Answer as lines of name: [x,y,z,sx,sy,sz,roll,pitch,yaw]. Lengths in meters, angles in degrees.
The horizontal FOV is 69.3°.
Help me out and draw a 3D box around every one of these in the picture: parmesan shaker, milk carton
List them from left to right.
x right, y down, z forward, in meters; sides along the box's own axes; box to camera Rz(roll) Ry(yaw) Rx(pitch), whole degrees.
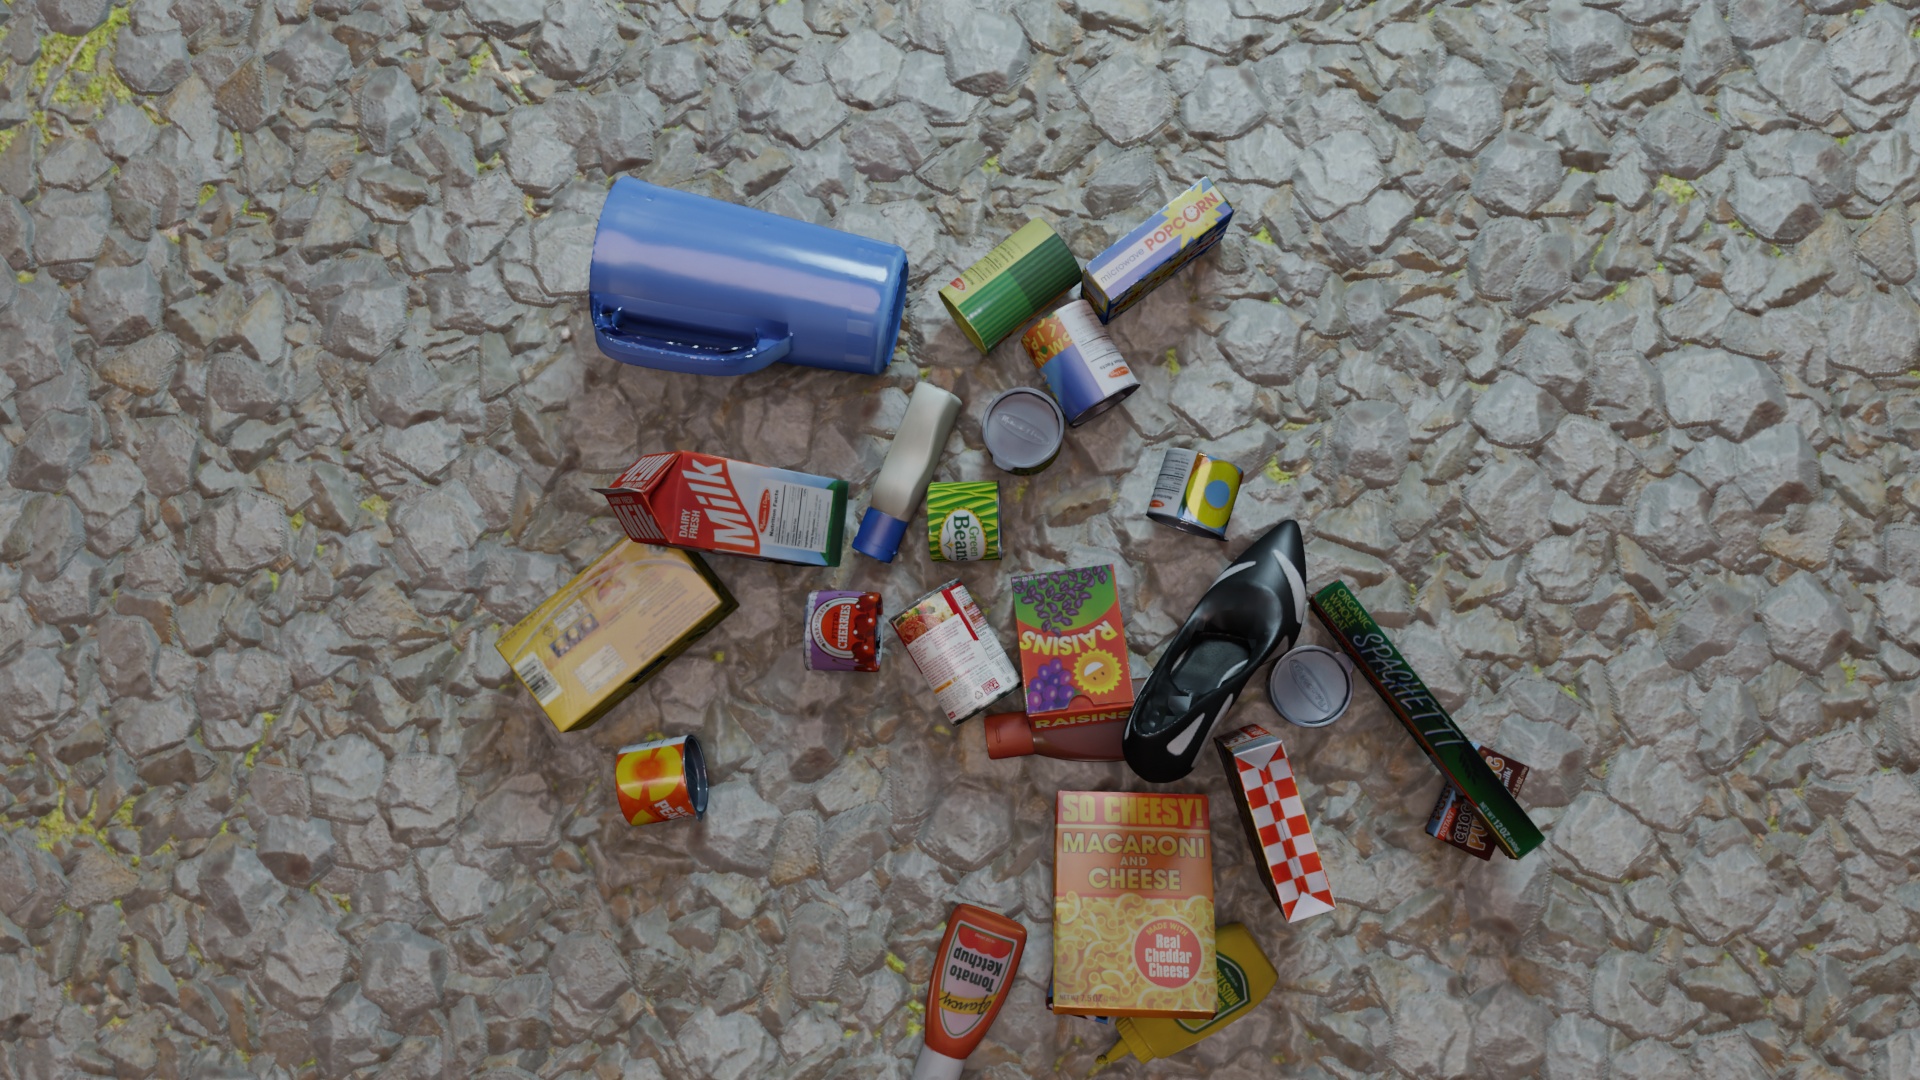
milk carton: [-0.189,-0.026,1.091,0.191,0.072,0.073,10,84,-36]
parmesan shaker: [0.043,-0.209,1.148,0.103,0.071,0.071,-37,84,-1]

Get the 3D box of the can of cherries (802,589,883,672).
can of cherries: [-0.094,0.074,1.127,0.058,0.071,0.071,2,85,3]

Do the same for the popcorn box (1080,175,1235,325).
popcorn box: [0.158,-0.235,1.137,0.127,0.085,0.038,-36,84,0]

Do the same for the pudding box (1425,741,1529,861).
pudding box: [0.412,0.207,1.110,0.050,0.030,0.084,25,86,6]

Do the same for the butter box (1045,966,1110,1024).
butter box: [0.104,0.330,1.117,0.053,0.024,0.103,12,86,4]

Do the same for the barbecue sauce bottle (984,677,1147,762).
barbecue sauce bottle: [0.095,0.150,1.125,0.148,0.043,0.065,-8,78,3]

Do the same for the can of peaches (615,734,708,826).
can of peaches: [-0.241,0.197,1.125,0.058,0.071,0.071,-10,85,3]

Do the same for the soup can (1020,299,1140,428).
soup can: [0.096,-0.144,1.143,0.071,0.071,0.084,-30,83,0]

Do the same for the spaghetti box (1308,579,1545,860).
spaghetti box: [0.361,0.137,1.088,0.028,0.050,0.250,-36,74,3]

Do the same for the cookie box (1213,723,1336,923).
cookie box: [0.235,0.208,1.051,0.040,0.167,0.123,-18,85,4]

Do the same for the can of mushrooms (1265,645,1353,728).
can of mushrooms: [0.283,0.117,1.124,0.071,0.033,0.071,0,84,3]

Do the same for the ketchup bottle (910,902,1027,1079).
ketchup bottle: [0.001,0.370,1.109,0.065,0.043,0.149,20,86,4]

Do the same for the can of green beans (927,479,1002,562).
can of green beans: [0.004,-0.016,1.133,0.058,0.071,0.071,-2,85,3]

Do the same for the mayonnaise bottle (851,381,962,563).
mayonnaise bottle: [-0.045,-0.055,1.144,0.041,0.065,0.148,23,90,8]

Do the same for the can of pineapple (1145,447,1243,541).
can of pineapple: [0.192,-0.037,1.127,0.071,0.071,0.058,18,86,4]

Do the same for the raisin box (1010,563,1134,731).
raisin box: [0.090,0.085,1.111,0.086,0.040,0.124,-7,62,3]

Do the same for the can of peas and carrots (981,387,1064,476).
can of peas and carrots: [0.051,-0.086,1.142,0.071,0.058,0.071,0,85,3]

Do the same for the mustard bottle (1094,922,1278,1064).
mustard bottle: [0.173,0.369,1.097,0.160,0.048,0.065,-37,79,-1]

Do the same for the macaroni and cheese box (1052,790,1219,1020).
macaroni and cheese box: [0.134,0.282,1.082,0.124,0.040,0.167,2,61,2]
